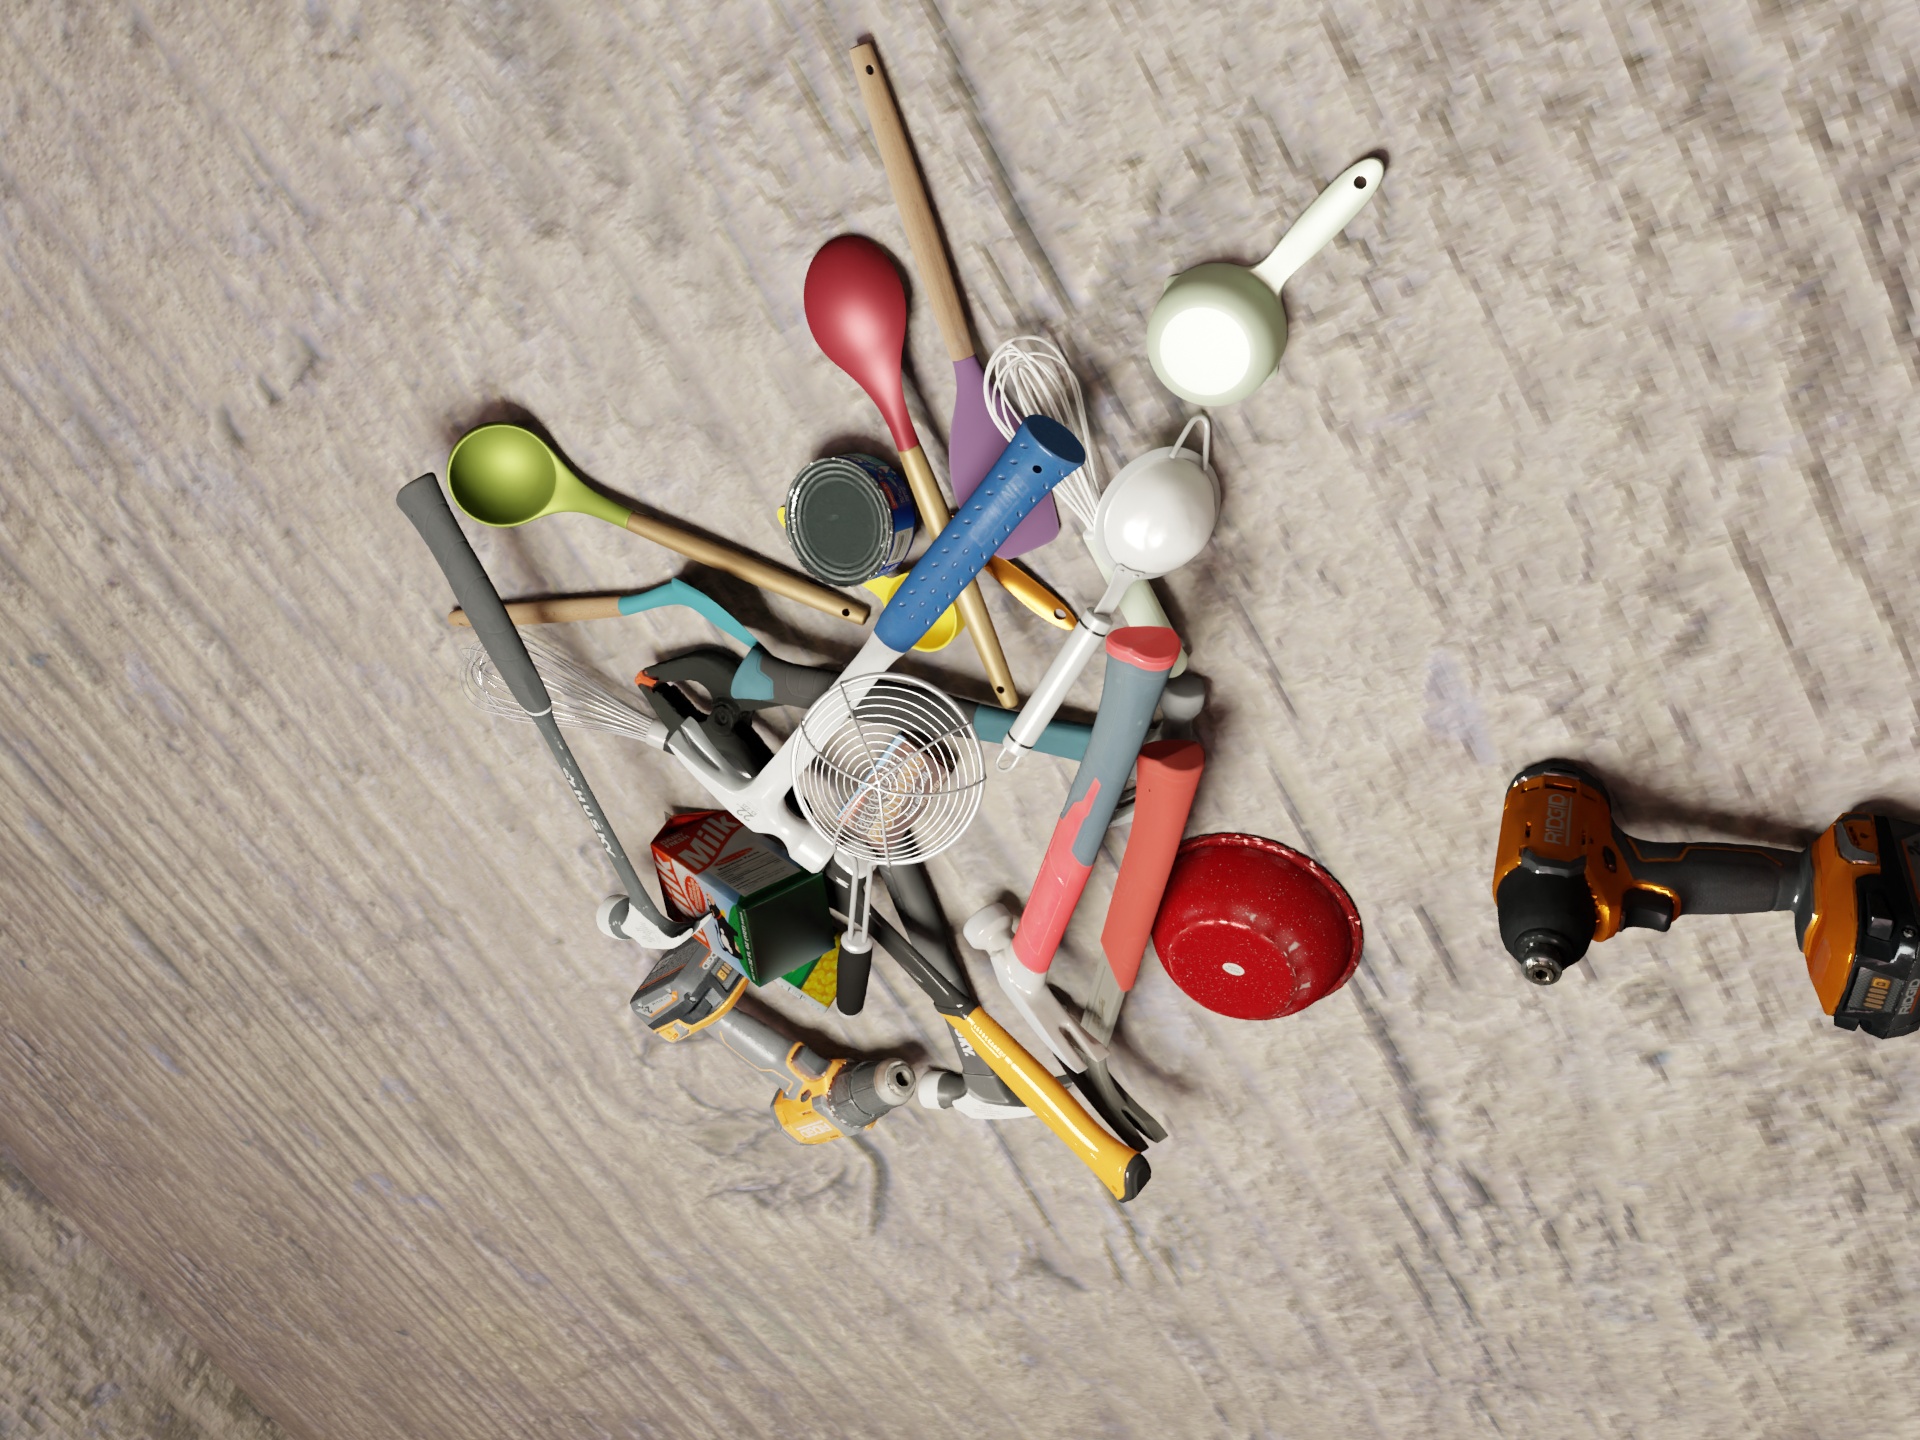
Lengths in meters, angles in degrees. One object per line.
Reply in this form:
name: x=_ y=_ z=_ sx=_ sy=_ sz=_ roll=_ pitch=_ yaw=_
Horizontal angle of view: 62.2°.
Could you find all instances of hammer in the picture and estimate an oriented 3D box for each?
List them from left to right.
hammer: x=-0.308 y=0.005 z=1.190 sx=0.149 sy=0.036 sz=0.408 roll=4 pitch=125 yaw=50
hammer: x=-0.056 y=-0.049 z=1.034 sx=0.144 sy=0.035 sz=0.405 roll=37 pitch=130 yaw=-6
hammer: x=-0.014 y=0.192 z=1.276 sx=0.146 sy=0.035 sz=0.334 roll=-3 pitch=122 yaw=30
hammer: x=-0.002 y=-0.004 z=1.101 sx=0.331 sy=0.033 sz=0.128 roll=11 pitch=130 yaw=11
hammer: x=0.010 y=0.238 z=1.213 sx=0.337 sy=0.034 sz=0.127 roll=43 pitch=142 yaw=11
hammer: x=0.087 y=0.088 z=1.050 sx=0.143 sy=0.038 sz=0.386 roll=50 pitch=147 yaw=26
hammer: x=0.122 y=0.154 z=1.114 sx=0.149 sy=0.036 sz=0.358 roll=47 pitch=145 yaw=32

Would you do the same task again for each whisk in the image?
whisk: x=-0.266 y=0.000 z=1.254 sx=0.284 sy=0.070 sz=0.070 roll=21 pitch=131 yaw=6
whisk: x=0.084 y=-0.126 z=0.982 sx=0.246 sy=0.059 sz=0.058 roll=59 pitch=165 yaw=-25

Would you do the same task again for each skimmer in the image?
skimmer: x=-0.060 y=0.105 z=1.123 sx=0.127 sy=0.090 sz=0.363 roll=16 pitch=146 yaw=4

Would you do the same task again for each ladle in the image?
ladle: x=-0.215 y=-0.130 z=1.128 sx=0.320 sy=0.062 sz=0.078 roll=23 pitch=112 yaw=7
ladle: x=-0.023 y=-0.148 z=1.002 sx=0.069 sy=0.031 sz=0.315 roll=-12 pitch=111 yaw=28

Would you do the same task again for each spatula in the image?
spatula: x=-0.279 y=-0.077 z=1.207 sx=0.317 sy=0.044 sz=0.082 roll=-1 pitch=151 yaw=31
spatula: x=-0.008 y=-0.241 z=0.950 sx=0.060 sy=0.018 sz=0.315 roll=-22 pitch=115 yaw=-6

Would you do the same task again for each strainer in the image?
strainer: x=0.089 y=-0.065 z=0.970 sx=0.086 sy=0.050 sz=0.258 roll=14 pitch=120 yaw=-33

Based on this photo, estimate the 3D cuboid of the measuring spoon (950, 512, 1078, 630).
measuring spoon: x=0.033 y=-0.099 z=1.052 sx=0.117 sy=0.011 sz=0.021 roll=38 pitch=133 yaw=-8

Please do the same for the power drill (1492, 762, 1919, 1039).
power drill: x=0.419 y=0.106 z=0.898 sx=0.226 sy=0.164 sz=0.084 roll=9 pitch=127 yaw=19

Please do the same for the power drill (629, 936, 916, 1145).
power drill: x=-0.155 y=0.276 z=1.373 sx=0.226 sy=0.084 sz=0.185 roll=44 pitch=141 yaw=-12

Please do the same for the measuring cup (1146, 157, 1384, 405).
measuring cup: x=0.164 y=-0.235 z=0.857 sx=0.083 sy=0.038 sz=0.167 roll=41 pitch=134 yaw=-5

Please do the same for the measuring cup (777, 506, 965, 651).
measuring cup: x=-0.059 y=-0.106 z=1.089 sx=0.156 sy=0.029 sz=0.062 roll=36 pitch=129 yaw=15
